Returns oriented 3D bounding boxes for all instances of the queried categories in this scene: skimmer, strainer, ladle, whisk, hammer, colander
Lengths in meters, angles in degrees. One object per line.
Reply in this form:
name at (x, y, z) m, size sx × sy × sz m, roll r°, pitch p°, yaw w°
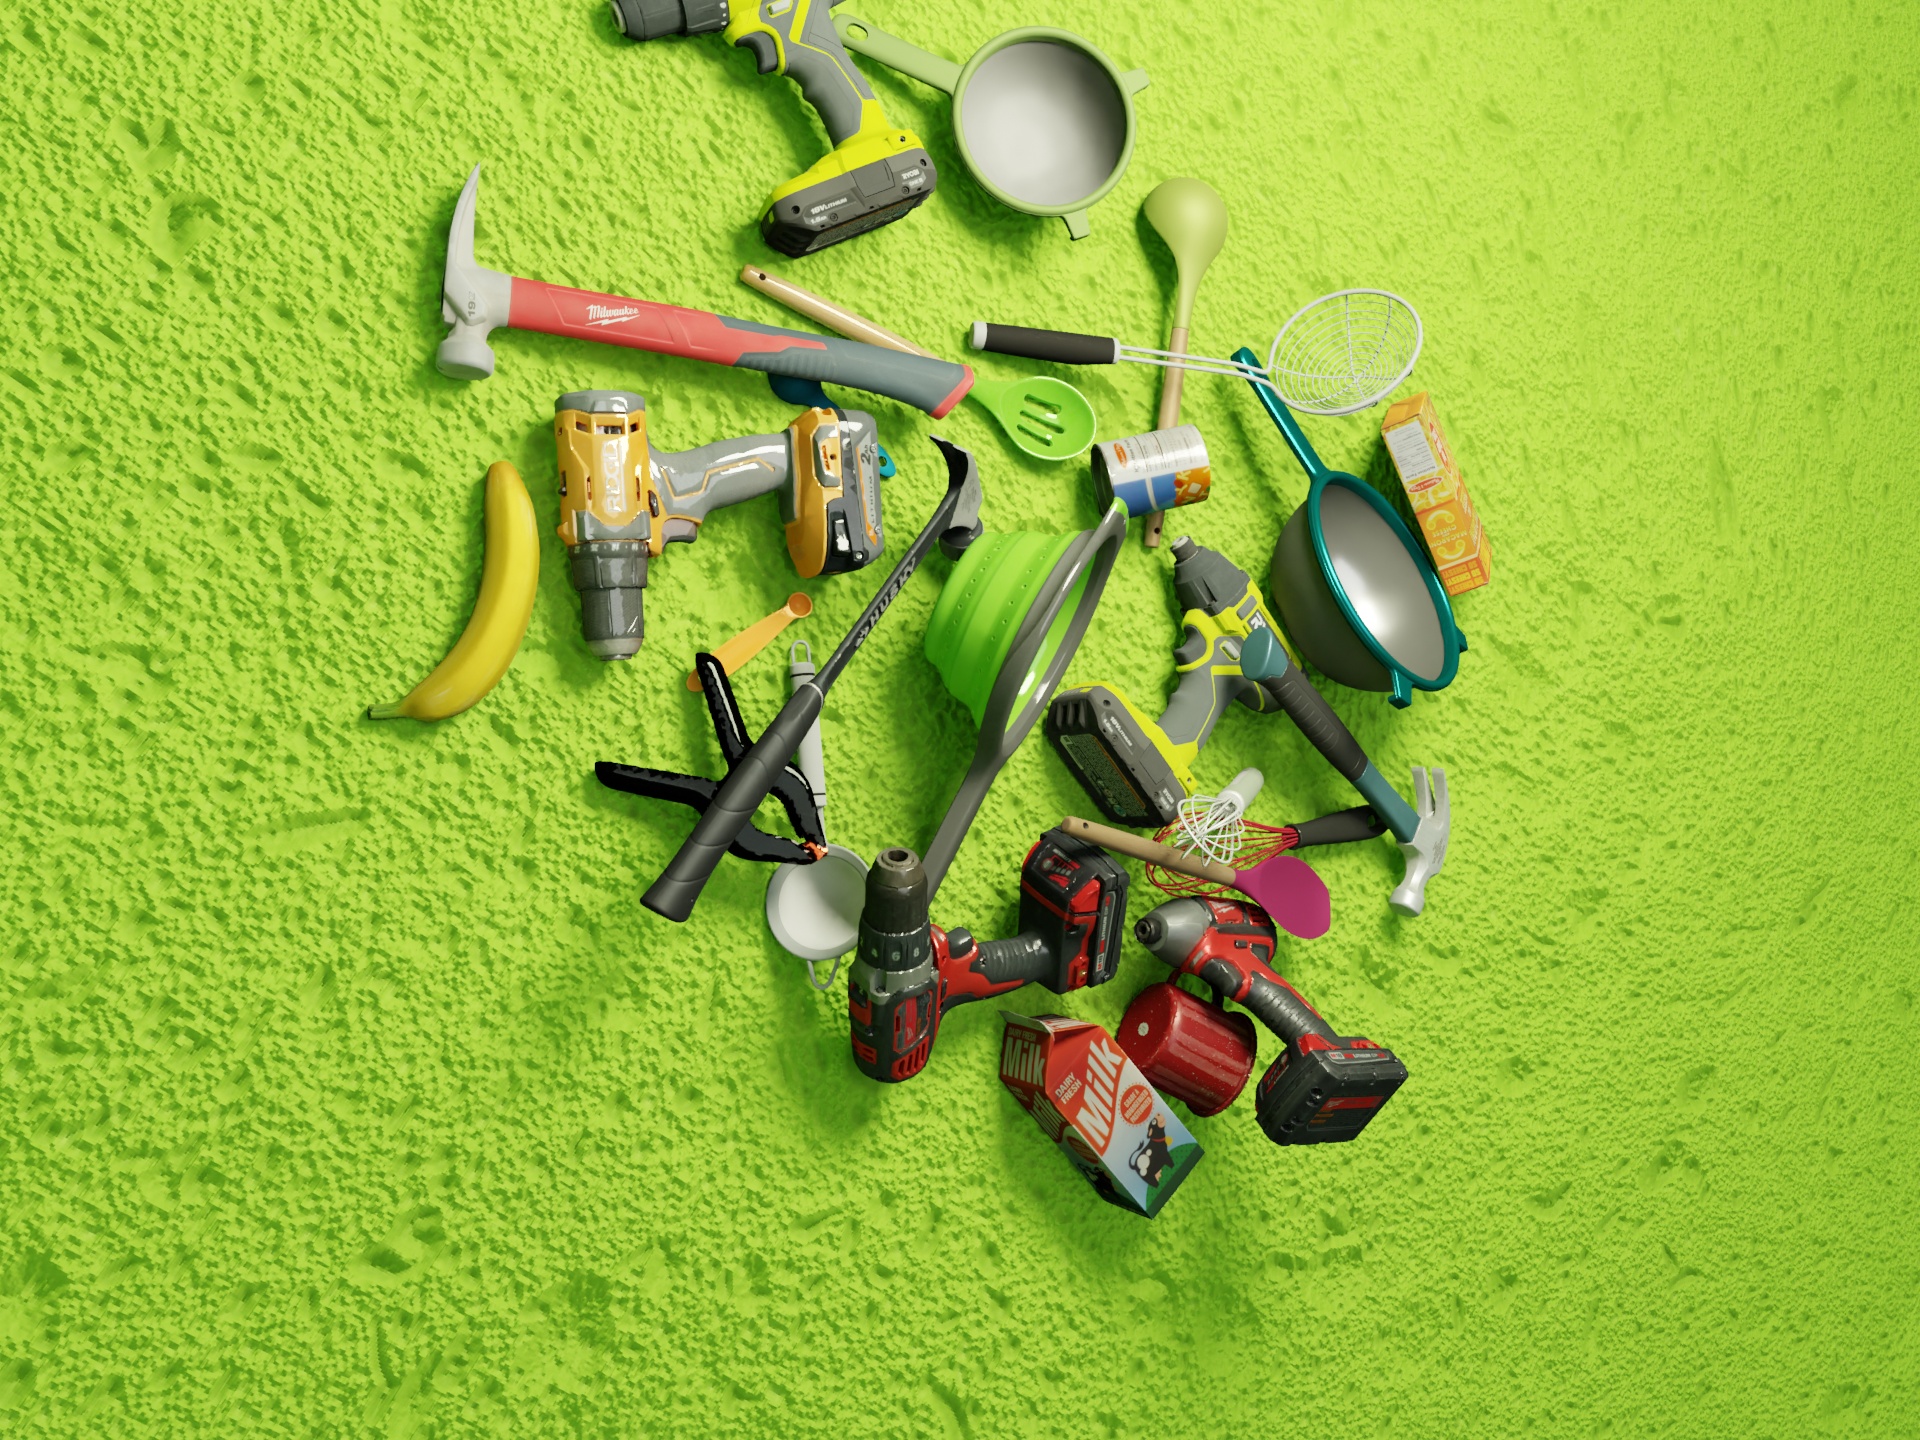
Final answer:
skimmer at (0.191, -0.313, 1.292) m, size 0.363 × 0.090 × 0.127 m, roll 4°, pitch 58°, yaw -13°
strainer at (-0.106, 0.067, 1.179) m, size 0.087 × 0.050 × 0.258 m, roll -7°, pitch 84°, yaw 13°
ladle at (0.178, -0.307, 1.363) m, size 0.078 × 0.062 × 0.320 m, roll 7°, pitch 91°, yaw -26°
strainer at (0.013, -0.491, 1.272) m, size 0.256 × 0.069 × 0.151 m, roll 22°, pitch 86°, yaw -8°
strainer at (0.304, -0.159, 1.388) m, size 0.211 × 0.095 × 0.340 m, roll -29°, pitch 88°, yaw -53°
whisk at (0.215, 0.069, 1.282) m, size 0.059 × 0.058 × 0.246 m, roll 50°, pitch 21°, yaw 6°
whisk at (0.274, 0.103, 1.380) m, size 0.295 × 0.073 × 0.073 m, roll -6°, pitch 90°, yaw -35°
hammer at (-0.171, -0.289, 1.146) m, size 0.386 × 0.038 × 0.143 m, roll 5°, pitch 83°, yaw -23°
hammer at (0.337, 0.035, 1.379) m, size 0.330 × 0.033 × 0.128 m, roll 43°, pitch 64°, yaw -33°
colander at (-0.002, -0.004, 1.209) m, size 0.094 × 0.204 × 0.397 m, roll 27°, pitch 90°, yaw 10°
hammer at (-0.094, -0.030, 1.111) m, size 0.036 × 0.149 × 0.409 m, roll 27°, pitch 65°, yaw 14°

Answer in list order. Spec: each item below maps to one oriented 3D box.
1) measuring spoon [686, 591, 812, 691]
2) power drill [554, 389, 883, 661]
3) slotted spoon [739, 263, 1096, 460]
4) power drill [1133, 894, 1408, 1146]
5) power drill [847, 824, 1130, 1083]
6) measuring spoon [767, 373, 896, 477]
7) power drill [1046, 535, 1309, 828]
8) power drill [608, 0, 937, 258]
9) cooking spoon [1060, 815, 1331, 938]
measuring spoon at (-0.157, -0.057, 1.177) m, size 0.117 × 0.011 × 0.021 m, roll -40°, pitch 97°, yaw -21°
power drill at (-0.173, -0.139, 1.134) m, size 0.226 × 0.084 × 0.185 m, roll -4°, pitch 91°, yaw -25°
slotted spoon at (-0.029, -0.284, 1.249) m, size 0.313 × 0.031 × 0.070 m, roll 21°, pitch 77°, yaw -24°
power drill at (0.232, 0.223, 1.247) m, size 0.143 × 0.220 × 0.078 m, roll 10°, pitch 121°, yaw -41°
power drill at (0.016, 0.152, 1.175) m, size 0.226 × 0.080 × 0.187 m, roll -19°, pitch 126°, yaw -33°
measuring spoon at (-0.092, -0.233, 1.212) m, size 0.128 × 0.021 × 0.042 m, roll 43°, pitch 69°, yaw -18°
power drill at (0.180, -0.033, 1.325) m, size 0.223 × 0.080 × 0.171 m, roll -46°, pitch 109°, yaw -27°
power drill at (-0.132, -0.468, 1.172) m, size 0.190 × 0.080 × 0.228 m, roll -26°, pitch 97°, yaw -17°
cooking spoon at (0.197, 0.119, 1.267) m, size 0.318 × 0.017 × 0.069 m, roll 20°, pitch 63°, yaw -37°
